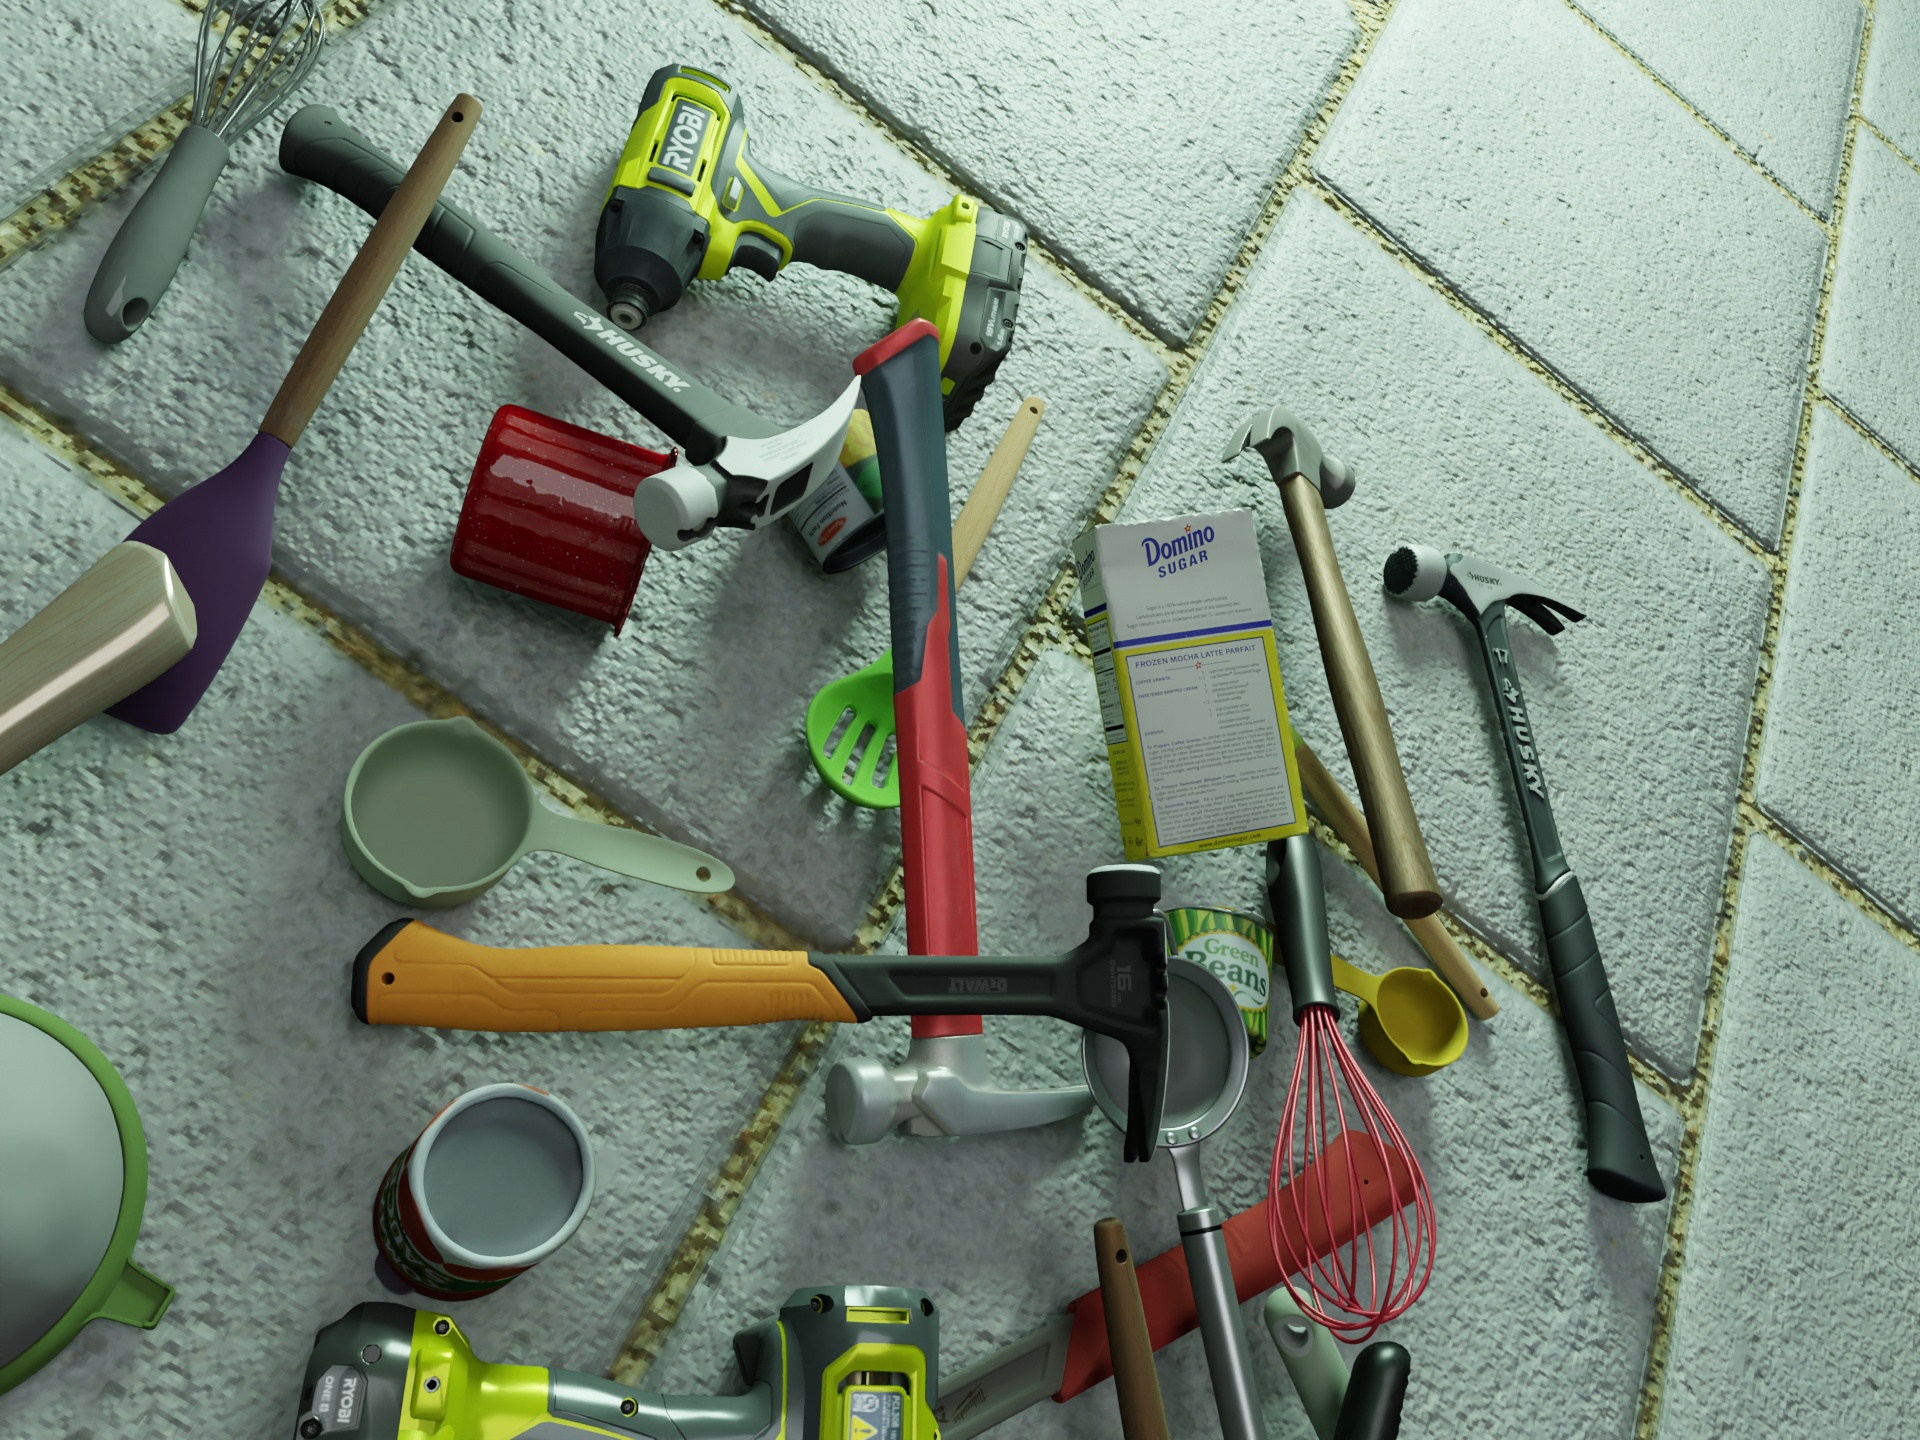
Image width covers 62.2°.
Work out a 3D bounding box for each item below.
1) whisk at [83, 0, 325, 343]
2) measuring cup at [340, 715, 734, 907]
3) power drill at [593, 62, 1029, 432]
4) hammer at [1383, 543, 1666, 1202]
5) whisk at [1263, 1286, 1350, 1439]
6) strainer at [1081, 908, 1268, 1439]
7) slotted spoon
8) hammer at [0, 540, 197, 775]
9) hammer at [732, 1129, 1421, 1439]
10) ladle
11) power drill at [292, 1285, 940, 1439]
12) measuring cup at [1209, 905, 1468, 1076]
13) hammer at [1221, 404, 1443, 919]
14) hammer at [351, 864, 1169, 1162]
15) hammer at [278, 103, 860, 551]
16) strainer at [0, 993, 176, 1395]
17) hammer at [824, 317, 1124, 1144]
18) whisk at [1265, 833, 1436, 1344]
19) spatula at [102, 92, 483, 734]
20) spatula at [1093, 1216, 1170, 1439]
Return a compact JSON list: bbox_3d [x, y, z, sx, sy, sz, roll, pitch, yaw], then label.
[{"bbox_3d":[-0.357,-0.273,0.750,0.055,0.055,0.239,20,61,-19],"label":"whisk"},{"bbox_3d":[-0.181,0.054,0.684,0.167,0.038,0.083,18,58,-22],"label":"measuring cup"},{"bbox_3d":[-0.083,-0.250,0.871,0.223,0.080,0.171,18,57,-15],"label":"power drill"},{"bbox_3d":[0.360,0.082,0.968,0.149,0.036,0.409,7,63,-27],"label":"hammer"},{"bbox_3d":[0.196,0.368,0.709,0.246,0.058,0.059,65,18,4],"label":"whisk"},{"bbox_3d":[0.102,0.215,0.710,0.087,0.050,0.259,-4,73,-23],"label":"strainer"},{"bbox_3d":[-0.007,-0.073,0.851,0.070,0.031,0.314,33,53,-11],"label":"slotted spoon"},{"bbox_3d":[-0.412,0.080,0.496,0.146,0.038,0.411,25,56,15],"label":"hammer"},{"bbox_3d":[0.080,0.277,0.713,0.359,0.036,0.149,-14,73,-33],"label":"hammer"},{"bbox_3d":[0.212,0.034,0.899,0.078,0.062,0.320,-35,88,-32],"label":"ladle"},{"bbox_3d":[-0.116,0.295,0.551,0.228,0.080,0.191,9,65,-16],"label":"power drill"},{"bbox_3d":[0.198,0.143,0.859,0.156,0.029,0.062,26,50,0],"label":"measuring cup"},{"bbox_3d":[0.216,-0.044,0.904,0.130,0.031,0.332,27,45,-43],"label":"hammer"},{"bbox_3d":[-0.076,0.119,0.662,0.336,0.034,0.127,3,75,-11],"label":"hammer"},{"bbox_3d":[-0.196,-0.198,0.742,0.335,0.035,0.146,37,41,17],"label":"hammer"},{"bbox_3d":[-0.366,0.105,0.535,0.151,0.069,0.256,-10,72,-32],"label":"strainer"},{"bbox_3d":[-0.001,-0.002,0.758,0.143,0.038,0.386,3,78,-30],"label":"hammer"},{"bbox_3d":[0.177,0.160,0.774,0.073,0.073,0.296,23,39,-17],"label":"whisk"},{"bbox_3d":[-0.284,-0.143,0.683,0.059,0.018,0.316,26,75,-9],"label":"spatula"},{"bbox_3d":[0.097,0.364,0.649,0.082,0.044,0.317,-8,84,-31],"label":"spatula"}]
